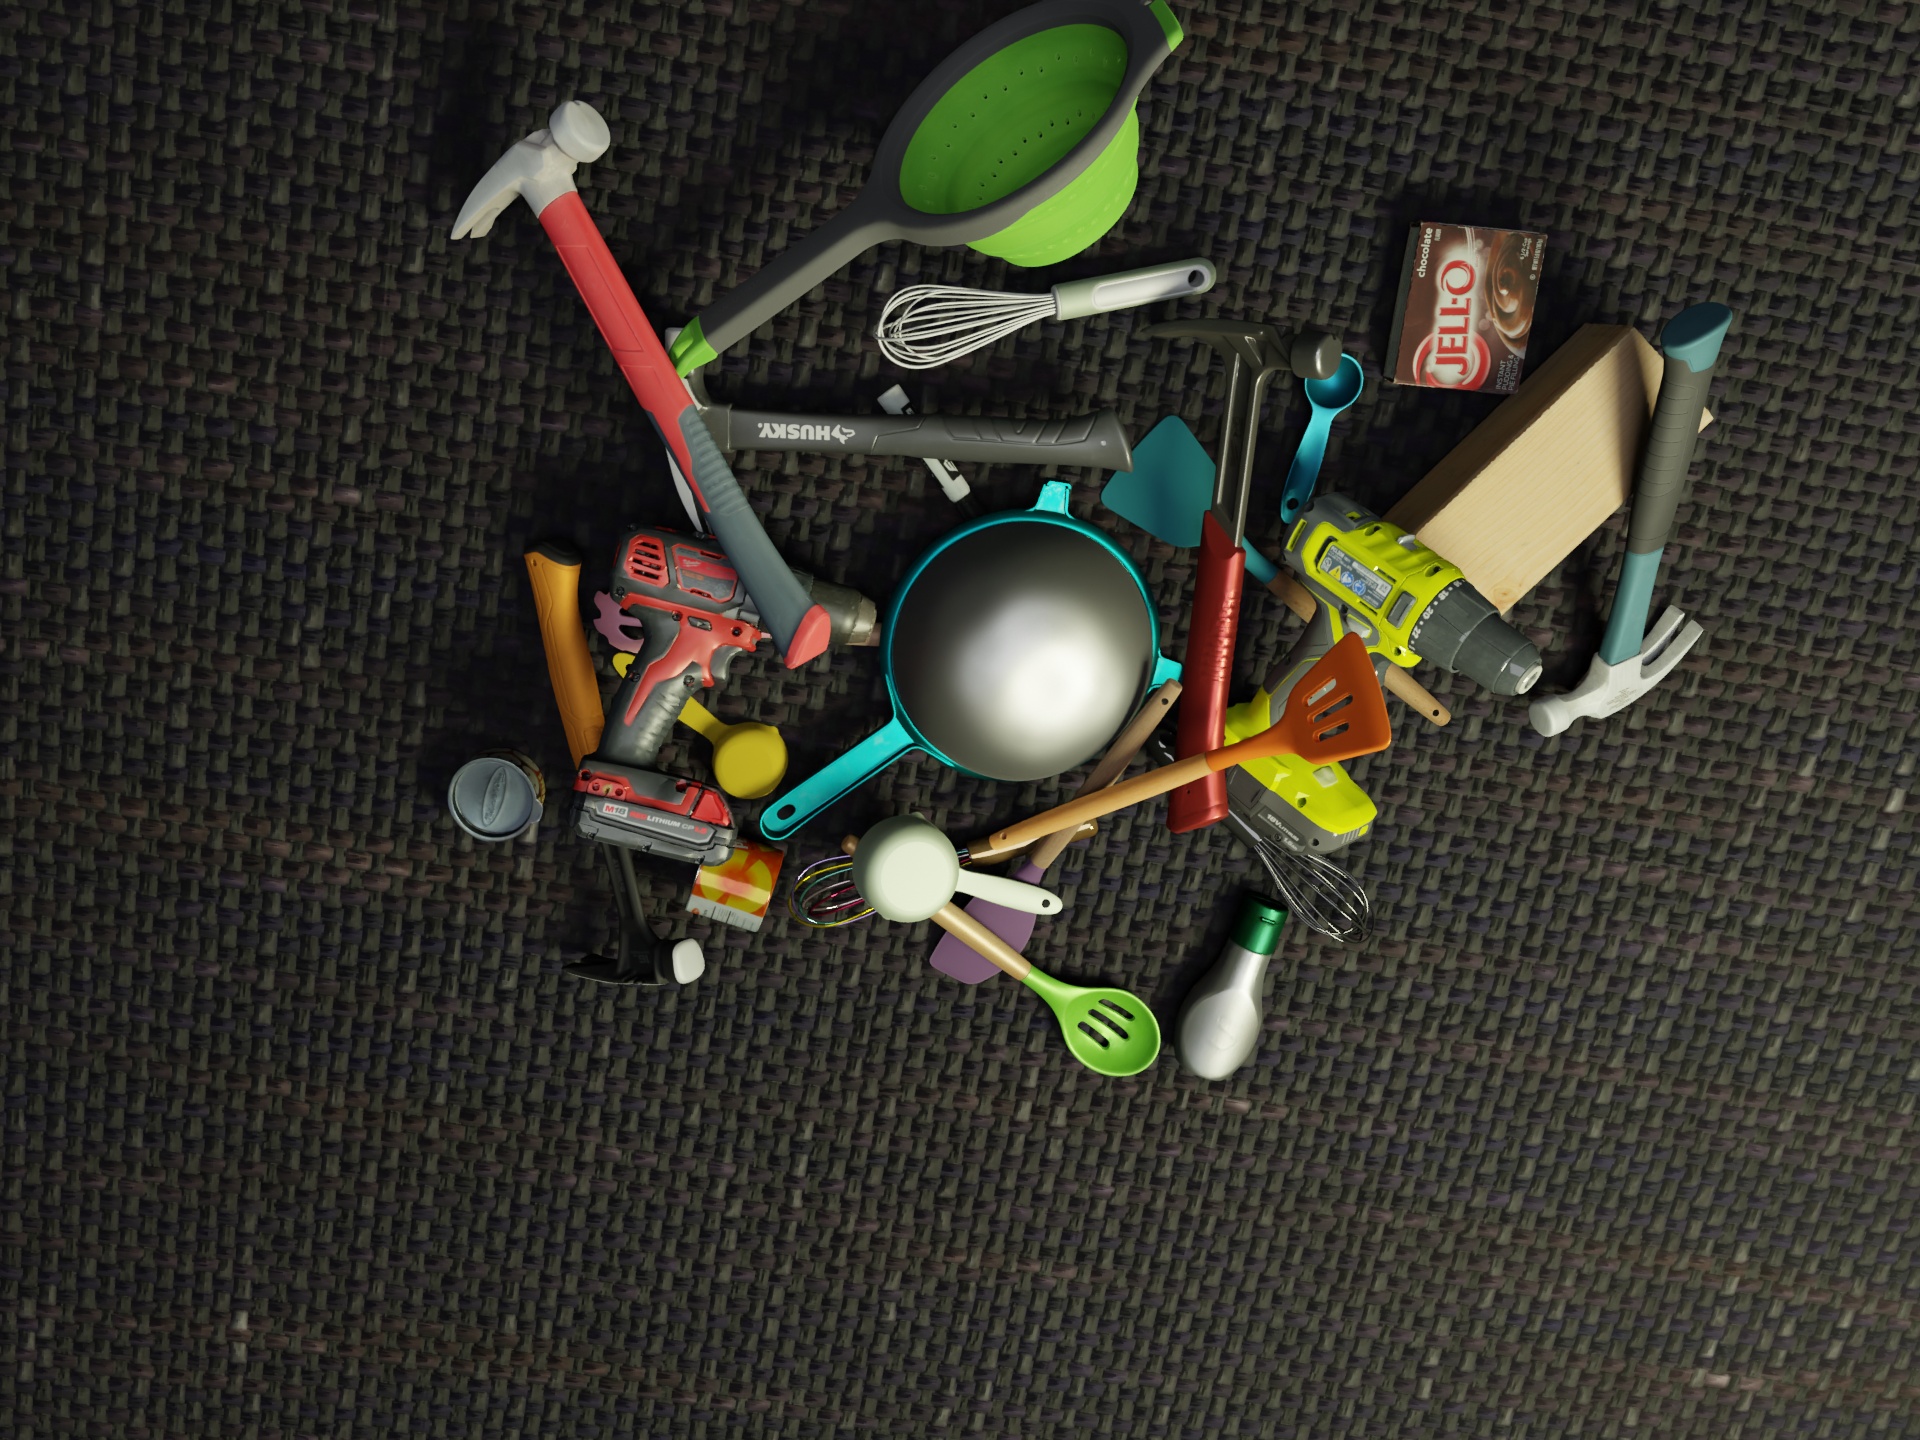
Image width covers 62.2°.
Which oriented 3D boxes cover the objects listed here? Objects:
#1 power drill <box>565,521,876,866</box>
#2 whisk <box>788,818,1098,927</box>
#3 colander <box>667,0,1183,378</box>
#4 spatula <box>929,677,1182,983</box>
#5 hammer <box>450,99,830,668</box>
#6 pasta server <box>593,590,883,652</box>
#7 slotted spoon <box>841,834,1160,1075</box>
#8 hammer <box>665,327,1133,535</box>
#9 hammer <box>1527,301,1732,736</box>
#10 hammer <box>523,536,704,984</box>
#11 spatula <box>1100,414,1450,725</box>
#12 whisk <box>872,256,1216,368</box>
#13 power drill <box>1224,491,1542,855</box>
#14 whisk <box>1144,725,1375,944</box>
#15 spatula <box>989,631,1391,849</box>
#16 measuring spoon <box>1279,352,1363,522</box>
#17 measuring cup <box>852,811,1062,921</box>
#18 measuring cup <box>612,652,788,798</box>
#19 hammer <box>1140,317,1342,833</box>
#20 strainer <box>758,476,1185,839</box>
[{"bbox_3d":[-0.170,-0.014,1.118,0.188,0.080,0.227,14,86,-10],"label":"power drill"},{"bbox_3d":[-0.013,0.113,1.219,0.245,0.047,0.051,-15,112,-1],"label":"whisk"},{"bbox_3d":[-0.018,-0.327,1.065,0.397,0.205,0.094,-32,136,13],"label":"colander"},{"bbox_3d":[0.074,0.089,1.189,0.059,0.018,0.315,27,119,-11],"label":"spatula"},{"bbox_3d":[-0.206,-0.204,1.069,0.143,0.038,0.386,-26,94,36],"label":"hammer"},{"bbox_3d":[-0.113,-0.069,1.179,0.316,0.040,0.060,3,105,-6],"label":"pasta server"},{"bbox_3d":[0.032,0.177,1.220,0.313,0.031,0.070,38,100,-20],"label":"slotted spoon"},{"bbox_3d":[-0.046,-0.195,1.119,0.335,0.035,0.146,4,104,6],"label":"hammer"},{"bbox_3d":[0.472,-0.131,1.092,0.128,0.033,0.330,-21,135,-14],"label":"hammer"},{"bbox_3d":[-0.276,0.033,1.180,0.127,0.034,0.337,-5,100,36],"label":"hammer"},{"bbox_3d":[0.248,-0.096,1.182,0.317,0.044,0.082,37,102,-15],"label":"spatula"},{"bbox_3d":[0.060,-0.291,1.114,0.246,0.059,0.057,-12,117,-3],"label":"whisk"},{"bbox_3d":[0.277,-0.019,1.109,0.191,0.080,0.228,42,126,28],"label":"power drill"},{"bbox_3d":[0.229,0.086,1.218,0.239,0.055,0.055,43,100,-6],"label":"whisk"},{"bbox_3d":[0.148,0.035,1.102,0.322,0.041,0.081,-23,68,30],"label":"spatula"},{"bbox_3d":[0.256,-0.207,1.159,0.042,0.021,0.128,13,113,-5],"label":"measuring spoon"},{"bbox_3d":[0.004,0.121,1.168,0.167,0.038,0.083,16,93,-16],"label":"measuring cup"},{"bbox_3d":[-0.198,0.002,1.191,0.156,0.029,0.062,38,101,-12],"label":"measuring cup"},{"bbox_3d":[0.173,-0.097,1.117,0.036,0.149,0.359,-8,109,-45],"label":"hammer"},{"bbox_3d":[-0.002,-0.004,1.143,0.340,0.095,0.210,-35,111,3],"label":"strainer"}]
